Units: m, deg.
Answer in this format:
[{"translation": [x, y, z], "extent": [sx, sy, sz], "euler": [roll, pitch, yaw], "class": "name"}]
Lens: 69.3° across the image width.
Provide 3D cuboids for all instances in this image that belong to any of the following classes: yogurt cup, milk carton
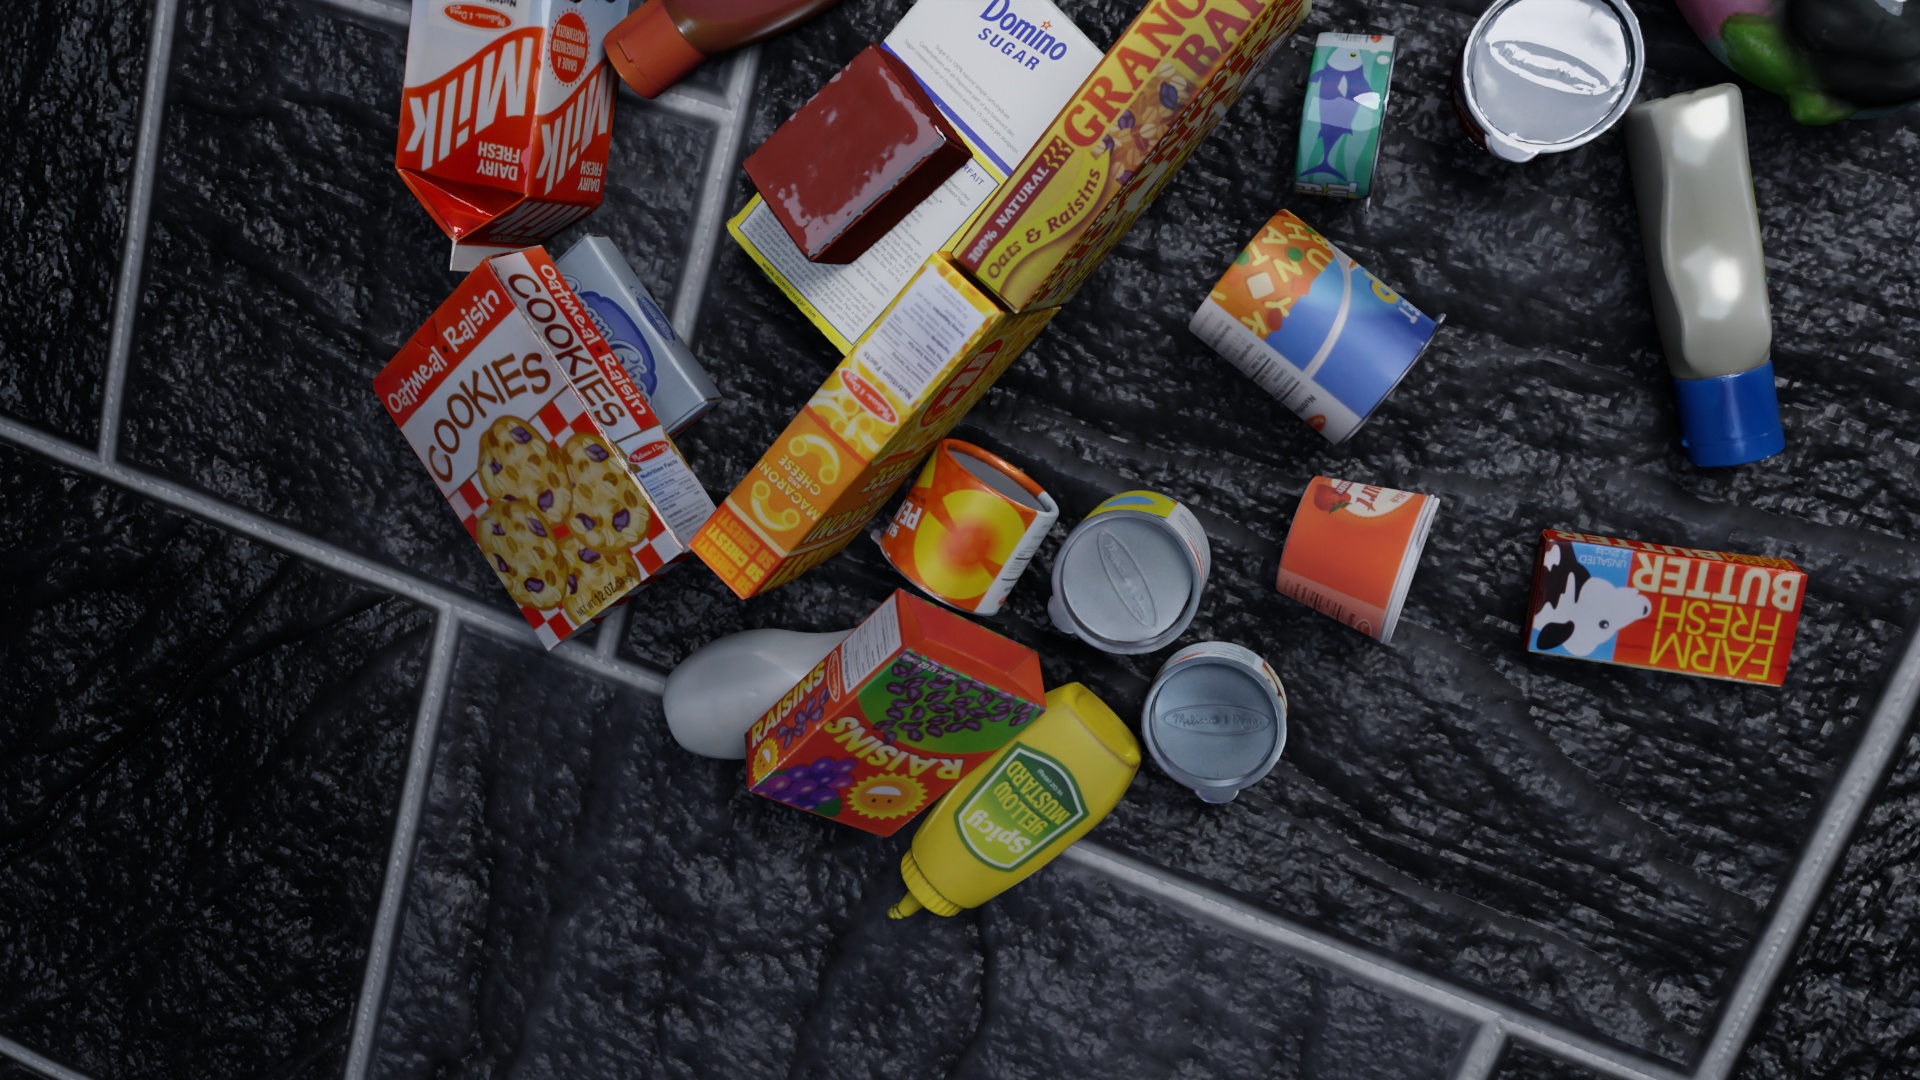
[{"translation": [0.173, 0.005, 0.610], "extent": [0.054, 0.072, 0.072], "euler": [19, 105, 19], "class": "yogurt cup"}, {"translation": [-0.212, -0.223, 0.663], "extent": [0.073, 0.072, 0.190], "euler": [14, 103, 12], "class": "milk carton"}]

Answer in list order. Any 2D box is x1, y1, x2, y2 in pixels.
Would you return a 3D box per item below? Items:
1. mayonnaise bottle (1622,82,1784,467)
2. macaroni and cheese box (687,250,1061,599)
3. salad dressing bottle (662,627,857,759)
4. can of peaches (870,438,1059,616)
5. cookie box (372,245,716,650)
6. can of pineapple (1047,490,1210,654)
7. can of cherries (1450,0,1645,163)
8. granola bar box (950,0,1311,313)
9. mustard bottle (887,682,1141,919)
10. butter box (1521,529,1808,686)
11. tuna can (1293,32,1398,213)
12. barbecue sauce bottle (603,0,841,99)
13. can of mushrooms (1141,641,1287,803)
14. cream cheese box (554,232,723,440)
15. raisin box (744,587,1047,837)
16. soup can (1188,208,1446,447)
[{"translation": [0.300, -0.105, 0.557], "extent": [0.041, 0.065, 0.147], "euler": [-12, 101, 19], "class": "mayonnaise bottle"}, {"translation": [-0.034, -0.053, 0.620], "extent": [0.040, 0.124, 0.166], "euler": [44, 108, 4], "class": "macaroni and cheese box"}, {"translation": [-0.075, 0.069, 0.698], "extent": [0.147, 0.044, 0.064], "euler": [-16, 102, 16], "class": "salad dressing bottle"}, {"translation": [0.002, -0.008, 0.649], "extent": [0.071, 0.071, 0.058], "euler": [34, 107, 6], "class": "can of peaches"}, {"translation": [-0.209, -0.044, 0.695], "extent": [0.122, 0.040, 0.167], "euler": [-32, 92, 35], "class": "cookie box"}, {"translation": [0.078, 0.014, 0.638], "extent": [0.071, 0.058, 0.071], "euler": [3, 101, 14], "class": "can of pineapple"}, {"translation": [0.232, -0.186, 0.560], "extent": [0.071, 0.058, 0.071], "euler": [3, 102, 13], "class": "can of cherries"}, {"translation": [0.073, -0.170, 0.570], "extent": [0.039, 0.124, 0.165], "euler": [42, 108, 2], "class": "granola bar box"}, {"translation": [0.017, 0.141, 0.683], "extent": [0.065, 0.049, 0.160], "euler": [44, 108, 5], "class": "mustard bottle"}, {"translation": [0.302, 0.029, 0.600], "extent": [0.103, 0.024, 0.053], "euler": [8, 103, 14], "class": "butter box"}, {"translation": [0.159, -0.173, 0.577], "extent": [0.033, 0.071, 0.071], "euler": [10, 103, 14], "class": "tuna can"}, {"translation": [-0.098, -0.260, 0.640], "extent": [0.148, 0.044, 0.065], "euler": [-29, 92, 19], "class": "barbecue sauce bottle"}, {"translation": [0.120, 0.085, 0.654], "extent": [0.071, 0.033, 0.071], "euler": [3, 101, 14], "class": "can of mushrooms"}, {"translation": [-0.172, -0.097, 0.701], "extent": [0.053, 0.024, 0.104], "euler": [-35, 90, 18], "class": "cream cheese box"}, {"translation": [-0.033, 0.084, 0.654], "extent": [0.086, 0.040, 0.123], "euler": [26, 126, -32], "class": "raisin box"}, {"translation": [0.152, -0.093, 0.595], "extent": [0.084, 0.071, 0.071], "euler": [39, 108, 5], "class": "soup can"}]
